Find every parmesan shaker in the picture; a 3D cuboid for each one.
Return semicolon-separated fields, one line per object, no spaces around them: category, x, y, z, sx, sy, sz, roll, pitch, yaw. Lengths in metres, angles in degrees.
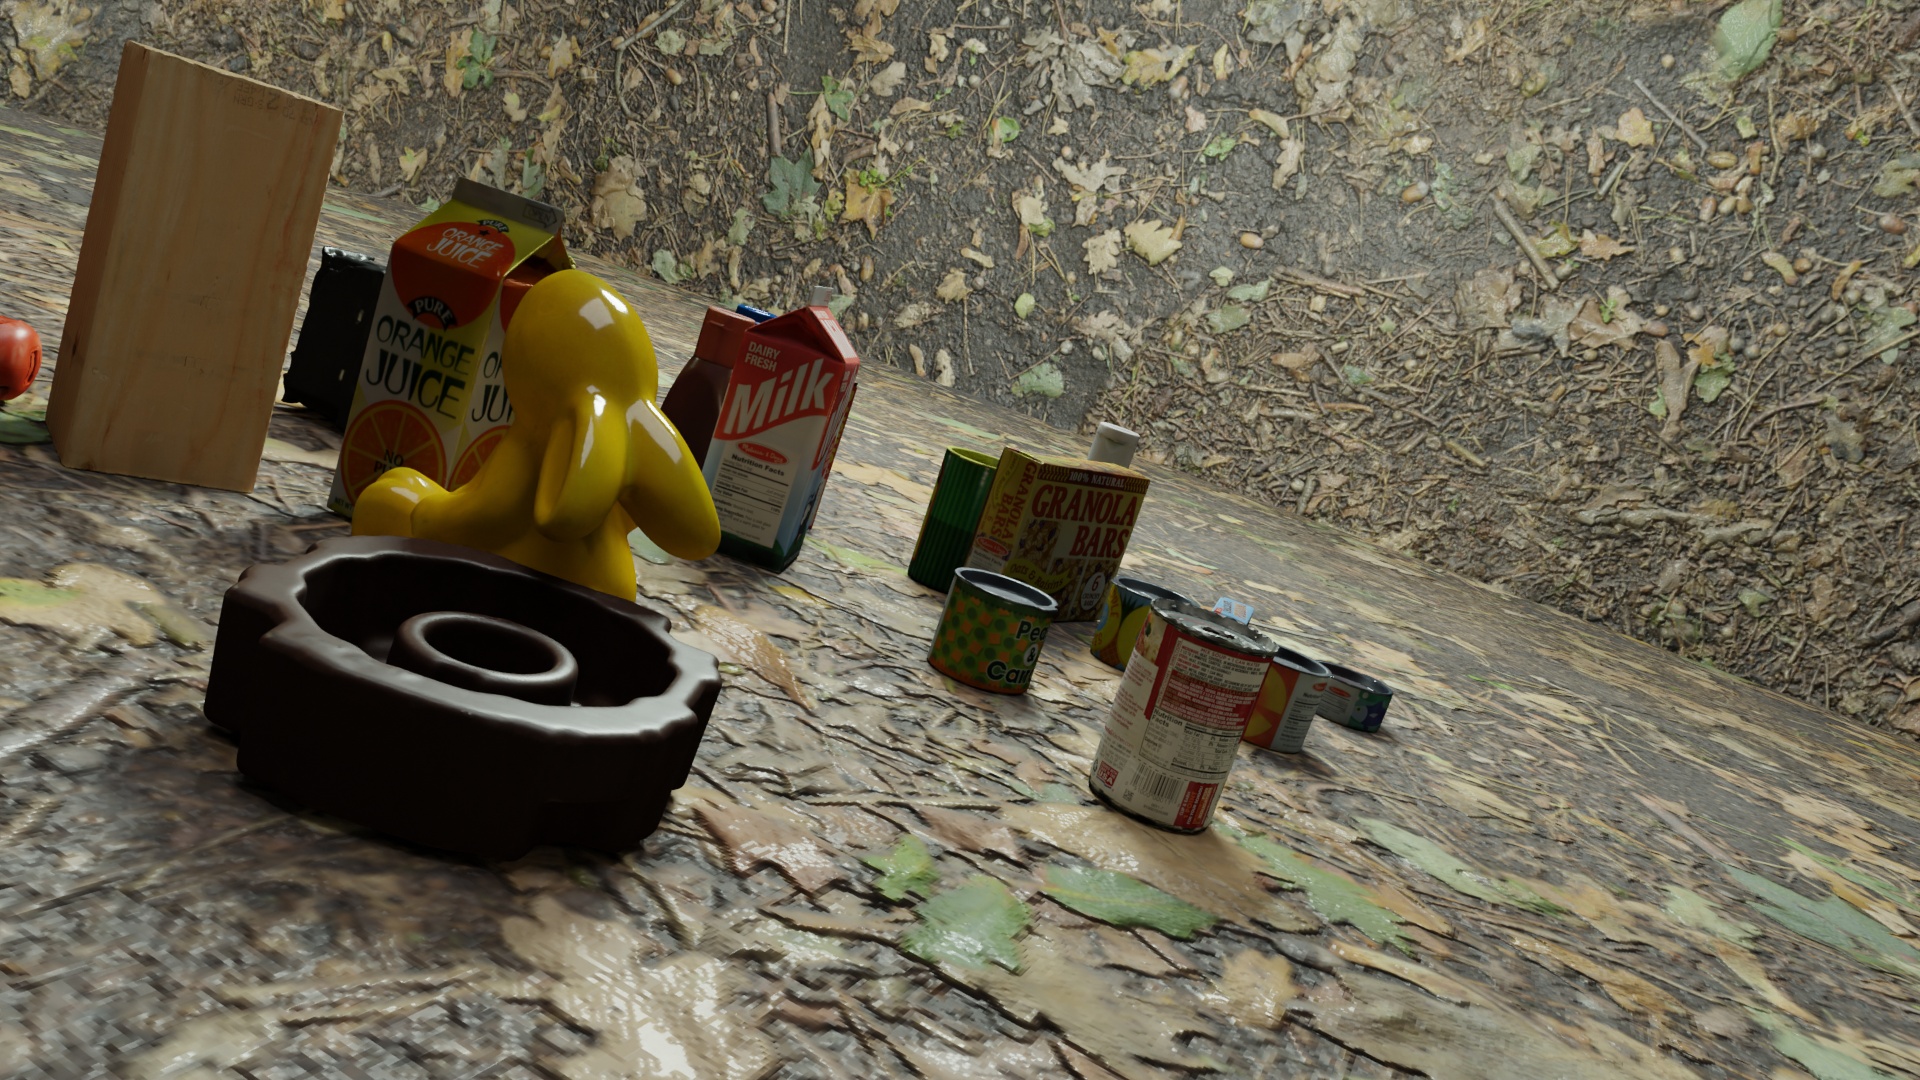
parmesan shaker;0.004;-0.013;1.058;0.071;0.103;0.071;18;10;-3

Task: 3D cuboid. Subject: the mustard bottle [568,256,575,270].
mustard bottle;-0.267;-0.103;0.887;0.049;0.160;0.065;16;10;-14

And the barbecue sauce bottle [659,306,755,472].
barbecue sauce bottle;-0.190;-0.097;1.027;0.065;0.148;0.044;21;10;17

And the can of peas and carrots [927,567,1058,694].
can of peas and carrots;0.021;0.056;0.846;0.071;0.058;0.071;18;10;-3

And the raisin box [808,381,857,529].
raisin box;-0.135;-0.082;1.117;0.040;0.123;0.086;11;12;-39

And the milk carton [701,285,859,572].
milk carton;-0.122;-0.082;0.951;0.073;0.190;0.072;19;9;1

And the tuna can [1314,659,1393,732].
tuna can;0.298;0.120;1.074;0.071;0.032;0.071;18;10;-3

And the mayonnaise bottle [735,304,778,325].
mayonnaise bottle;-0.189;-0.121;1.158;0.065;0.147;0.041;16;10;-16

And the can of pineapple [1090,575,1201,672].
can of pineapple;0.132;0.063;1.007;0.071;0.057;0.071;18;10;-3

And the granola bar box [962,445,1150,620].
granola bar box;0.071;-0.002;1.056;0.039;0.124;0.166;25;12;33

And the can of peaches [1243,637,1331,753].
can of peaches;0.205;0.102;0.931;0.071;0.058;0.071;18;10;-3

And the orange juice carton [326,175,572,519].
orange juice carton;-0.268;-0.095;0.751;0.072;0.192;0.073;21;10;16

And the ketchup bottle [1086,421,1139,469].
ketchup bottle;0.112;-0.026;1.193;0.065;0.148;0.043;20;10;8

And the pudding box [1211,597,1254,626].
pudding box;0.208;0.076;1.100;0.030;0.049;0.084;21;10;13
